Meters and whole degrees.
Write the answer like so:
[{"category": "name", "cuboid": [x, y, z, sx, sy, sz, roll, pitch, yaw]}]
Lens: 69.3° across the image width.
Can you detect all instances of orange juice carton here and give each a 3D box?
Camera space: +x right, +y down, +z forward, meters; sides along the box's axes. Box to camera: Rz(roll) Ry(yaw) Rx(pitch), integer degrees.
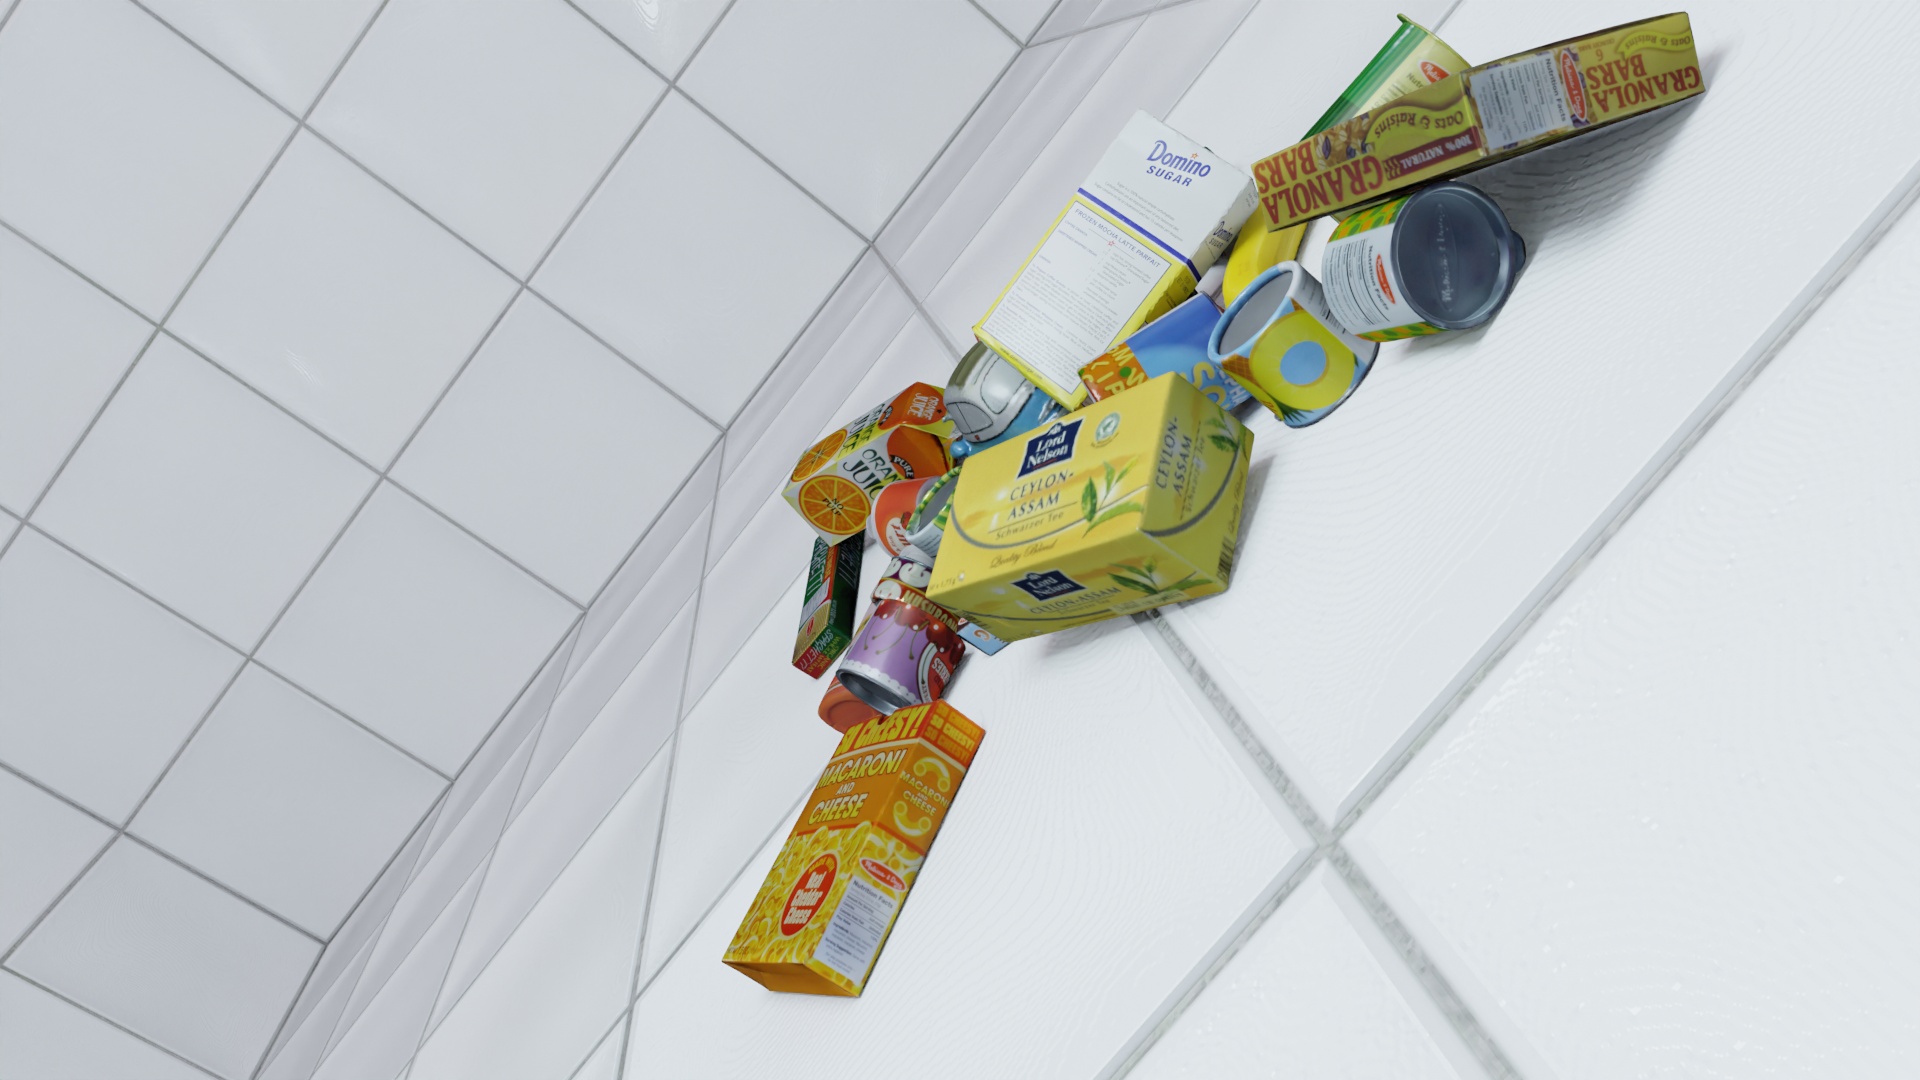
[{"category": "orange juice carton", "cuboid": [-0.063, -0.075, 1.249, 0.192, 0.073, 0.072, -27, 27, 32]}]

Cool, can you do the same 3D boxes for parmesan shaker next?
[{"category": "parmesan shaker", "cuboid": [0.234, -0.230, 0.779, 0.103, 0.071, 0.071, -48, 17, 18]}]

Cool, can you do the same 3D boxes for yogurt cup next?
[{"category": "yogurt cup", "cuboid": [-0.028, -0.019, 1.084, 0.054, 0.072, 0.073, -17, 38, 52]}]

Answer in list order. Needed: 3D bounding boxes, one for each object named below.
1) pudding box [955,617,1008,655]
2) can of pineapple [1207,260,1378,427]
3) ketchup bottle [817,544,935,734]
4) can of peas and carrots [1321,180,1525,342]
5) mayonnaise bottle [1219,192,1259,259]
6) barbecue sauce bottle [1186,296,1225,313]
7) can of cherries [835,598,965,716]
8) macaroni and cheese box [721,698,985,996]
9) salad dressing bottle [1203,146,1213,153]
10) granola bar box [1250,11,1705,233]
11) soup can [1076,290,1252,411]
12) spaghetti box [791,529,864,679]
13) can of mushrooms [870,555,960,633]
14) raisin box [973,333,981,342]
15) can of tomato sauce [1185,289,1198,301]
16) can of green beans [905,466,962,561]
[{"category": "pudding box", "cuboid": [0.036, 0.030, 0.859, 0.083, 0.030, 0.050, -38, 23, 42]}, {"category": "can of pineapple", "cuboid": [0.168, -0.099, 0.713, 0.070, 0.058, 0.071, -48, 17, 20]}, {"category": "ketchup bottle", "cuboid": [-0.051, 0.068, 1.000, 0.064, 0.043, 0.149, -35, 23, 47]}, {"category": "can of peas and carrots", "cuboid": [0.212, -0.127, 0.641, 0.071, 0.071, 0.058, -56, 15, -10]}, {"category": "mayonnaise bottle", "cuboid": [0.166, -0.222, 0.975, 0.041, 0.064, 0.148, -51, 12, -3]}, {"category": "barbecue sauce bottle", "cuboid": [0.114, -0.080, 0.848, 0.149, 0.043, 0.065, -55, 24, -8]}, {"category": "can of cherries", "cuboid": [-0.036, 0.080, 0.900, 0.058, 0.071, 0.071, -59, 17, -21]}, {"category": "macaroni and cheese box", "cuboid": [-0.063, 0.178, 0.808, 0.123, 0.040, 0.167, -26, 31, 56]}, {"category": "salad dressing bottle", "cuboid": [0.147, -0.246, 1.092, 0.147, 0.044, 0.064, -40, 57, 21]}, {"category": "granola bar box", "cuboid": [0.232, -0.192, 0.649, 0.124, 0.039, 0.165, -19, 7, -18]}, {"category": "soup can", "cuboid": [0.118, -0.088, 0.779, 0.084, 0.071, 0.071, -32, 19, 6]}, {"category": "spaghetti box", "cuboid": [-0.117, 0.041, 1.267, 0.050, 0.028, 0.251, -48, 17, 18]}, {"category": "can of mushrooms", "cuboid": [-0.025, 0.042, 0.941, 0.033, 0.071, 0.071, -59, 17, -16]}, {"category": "raisin box", "cuboid": [0.083, -0.175, 1.053, 0.123, 0.086, 0.040, -44, 52, 28]}, {"category": "can of tomato sauce", "cuboid": [0.122, -0.154, 0.939, 0.071, 0.071, 0.083, -51, 15, 8]}, {"category": "can of green beans", "cuboid": [0.003, -0.011, 0.988, 0.071, 0.058, 0.071, -47, 17, 19]}]
